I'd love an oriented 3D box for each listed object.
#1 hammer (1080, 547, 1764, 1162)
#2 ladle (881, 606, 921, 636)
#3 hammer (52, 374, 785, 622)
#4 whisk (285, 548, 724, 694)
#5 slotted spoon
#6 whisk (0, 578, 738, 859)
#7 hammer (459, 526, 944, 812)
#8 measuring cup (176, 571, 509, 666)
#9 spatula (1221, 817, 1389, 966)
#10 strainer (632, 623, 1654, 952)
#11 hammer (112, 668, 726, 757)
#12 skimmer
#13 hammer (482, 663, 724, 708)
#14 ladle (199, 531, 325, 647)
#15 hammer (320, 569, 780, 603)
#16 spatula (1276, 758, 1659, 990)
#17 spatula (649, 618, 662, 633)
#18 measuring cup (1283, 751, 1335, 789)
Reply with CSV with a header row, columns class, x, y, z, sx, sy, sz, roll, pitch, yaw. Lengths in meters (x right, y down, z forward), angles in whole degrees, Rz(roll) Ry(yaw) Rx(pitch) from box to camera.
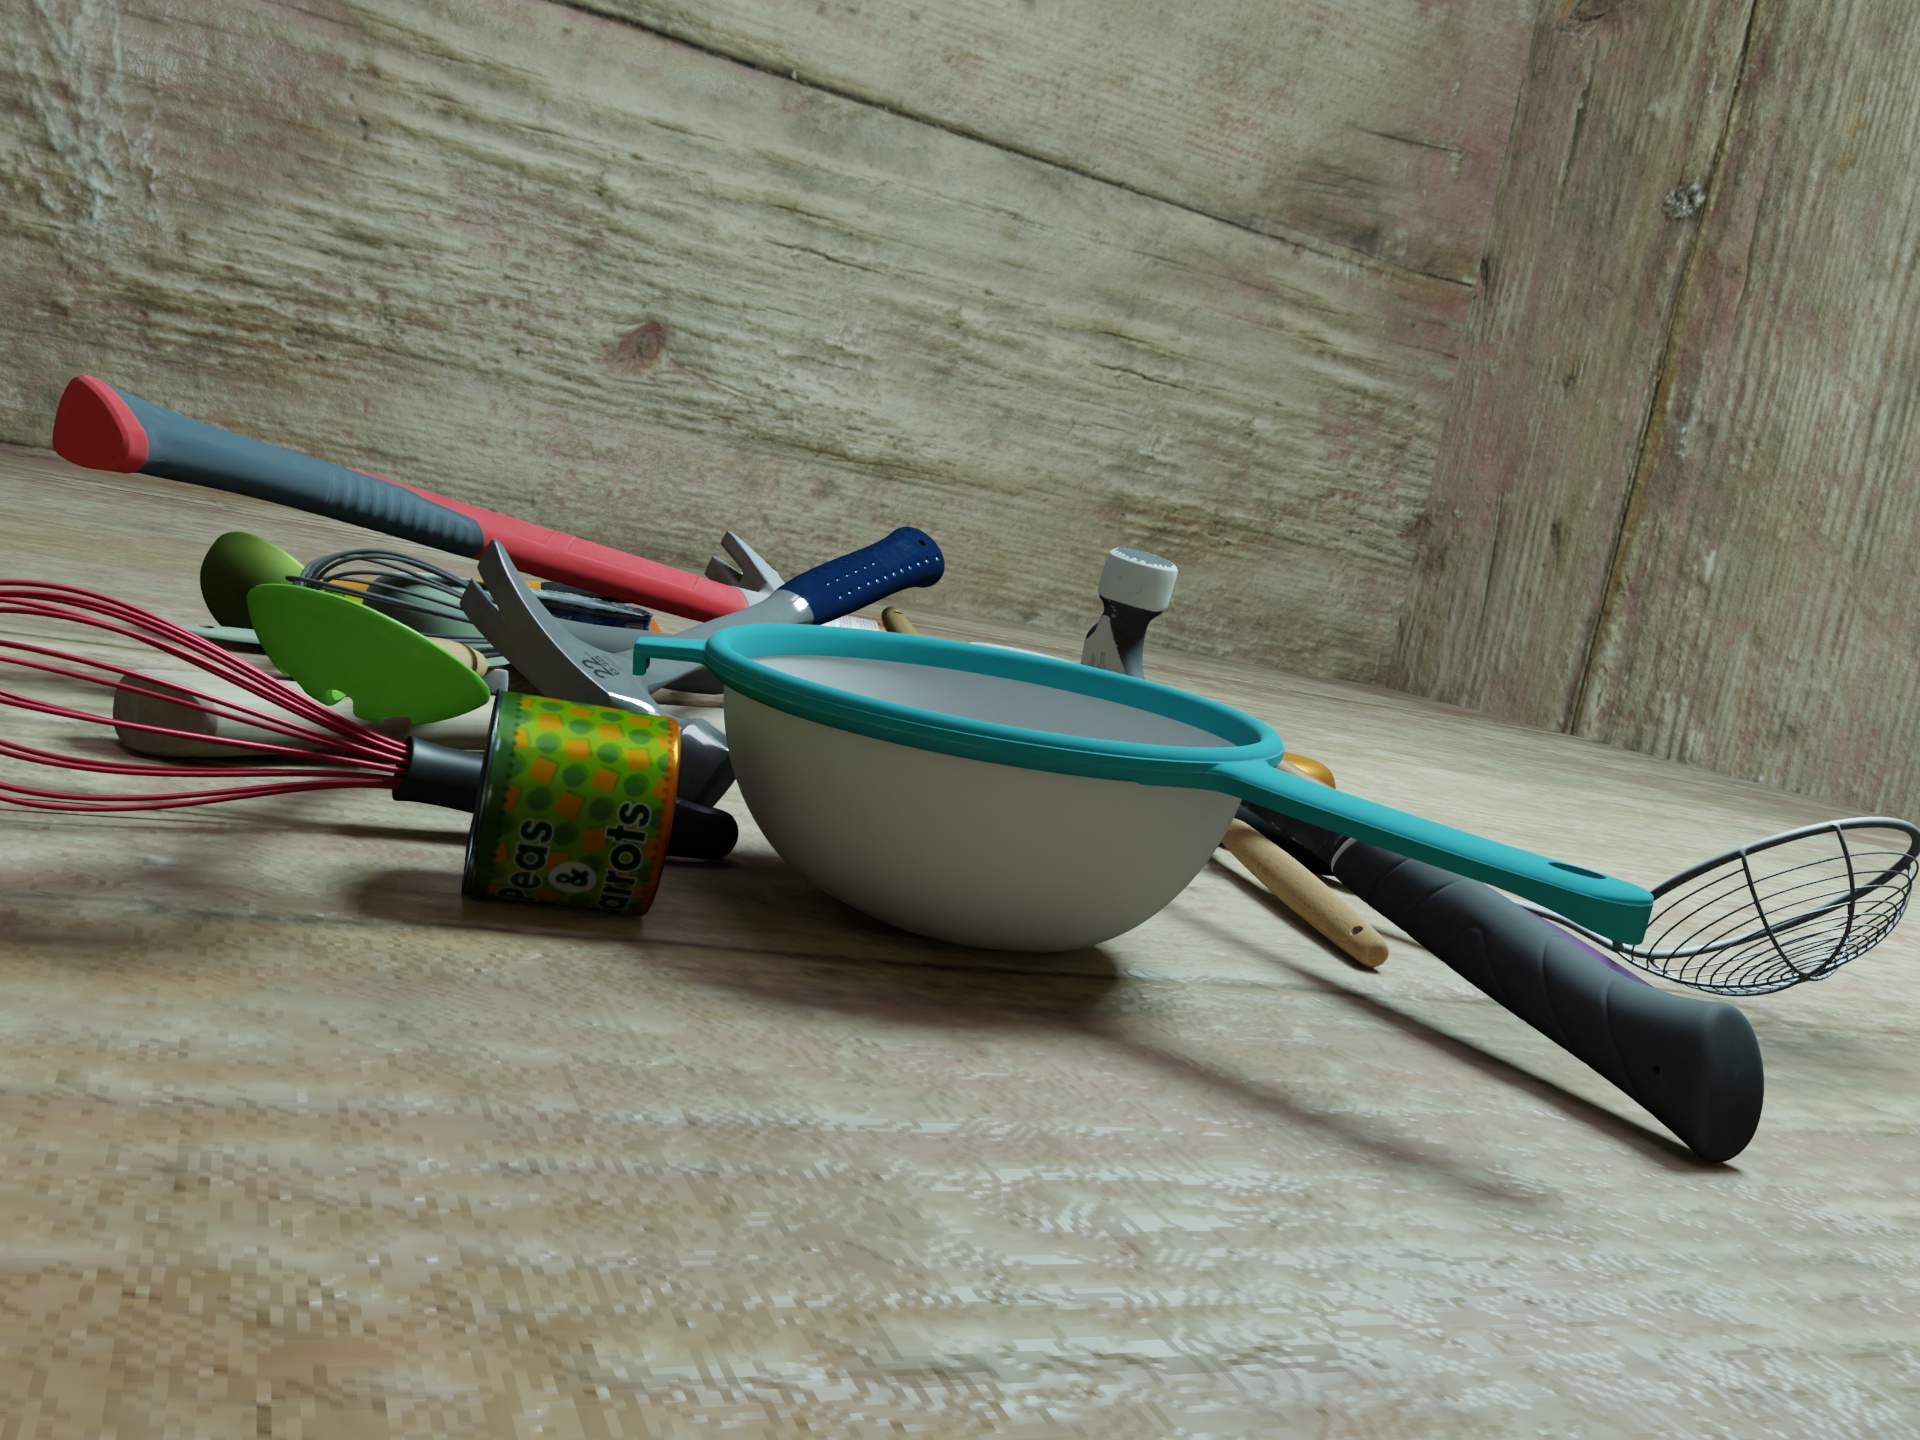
class,x,y,z,sx,sy,sz,roll,pitch,yaw
hammer,0.148,0.050,0.646,0.036,0.149,0.409,7,17,-28
ladle,-0.001,-0.003,0.833,0.069,0.031,0.316,17,18,-23
hammer,-0.243,-0.100,0.803,0.386,0.038,0.143,15,23,-41
whisk,-0.199,-0.040,0.760,0.238,0.055,0.055,10,6,-37
slotted spoon,-0.190,-0.020,0.564,0.070,0.031,0.314,23,-3,-11
whisk,-0.212,0.013,0.550,0.295,0.073,0.073,15,4,-29
hammer,-0.095,-0.060,0.818,0.144,0.035,0.405,37,22,6
measuring cup,-0.291,-0.053,0.766,0.083,0.038,0.167,18,10,40
spatula,0.139,0.056,0.799,0.082,0.044,0.318,-32,15,-2
strainer,0.053,0.045,0.545,0.341,0.095,0.211,19,12,37
hammer,-0.185,0.002,0.762,0.146,0.038,0.410,15,8,42
skimmer,0.262,0.055,0.781,0.127,0.090,0.363,18,-2,-41
hammer,-0.207,-0.018,0.914,0.130,0.031,0.331,16,8,40
ladle,-0.316,-0.061,1.006,0.078,0.062,0.320,-9,-11,40
hammer,-0.295,-0.084,1.077,0.336,0.034,0.127,-1,1,-14
spatula,0.204,0.061,0.741,0.059,0.018,0.316,5,22,-40
spatula,-0.181,-0.053,1.124,0.081,0.041,0.323,2,3,-39
measuring cup,0.219,0.051,0.939,0.174,0.052,0.095,12,6,24
